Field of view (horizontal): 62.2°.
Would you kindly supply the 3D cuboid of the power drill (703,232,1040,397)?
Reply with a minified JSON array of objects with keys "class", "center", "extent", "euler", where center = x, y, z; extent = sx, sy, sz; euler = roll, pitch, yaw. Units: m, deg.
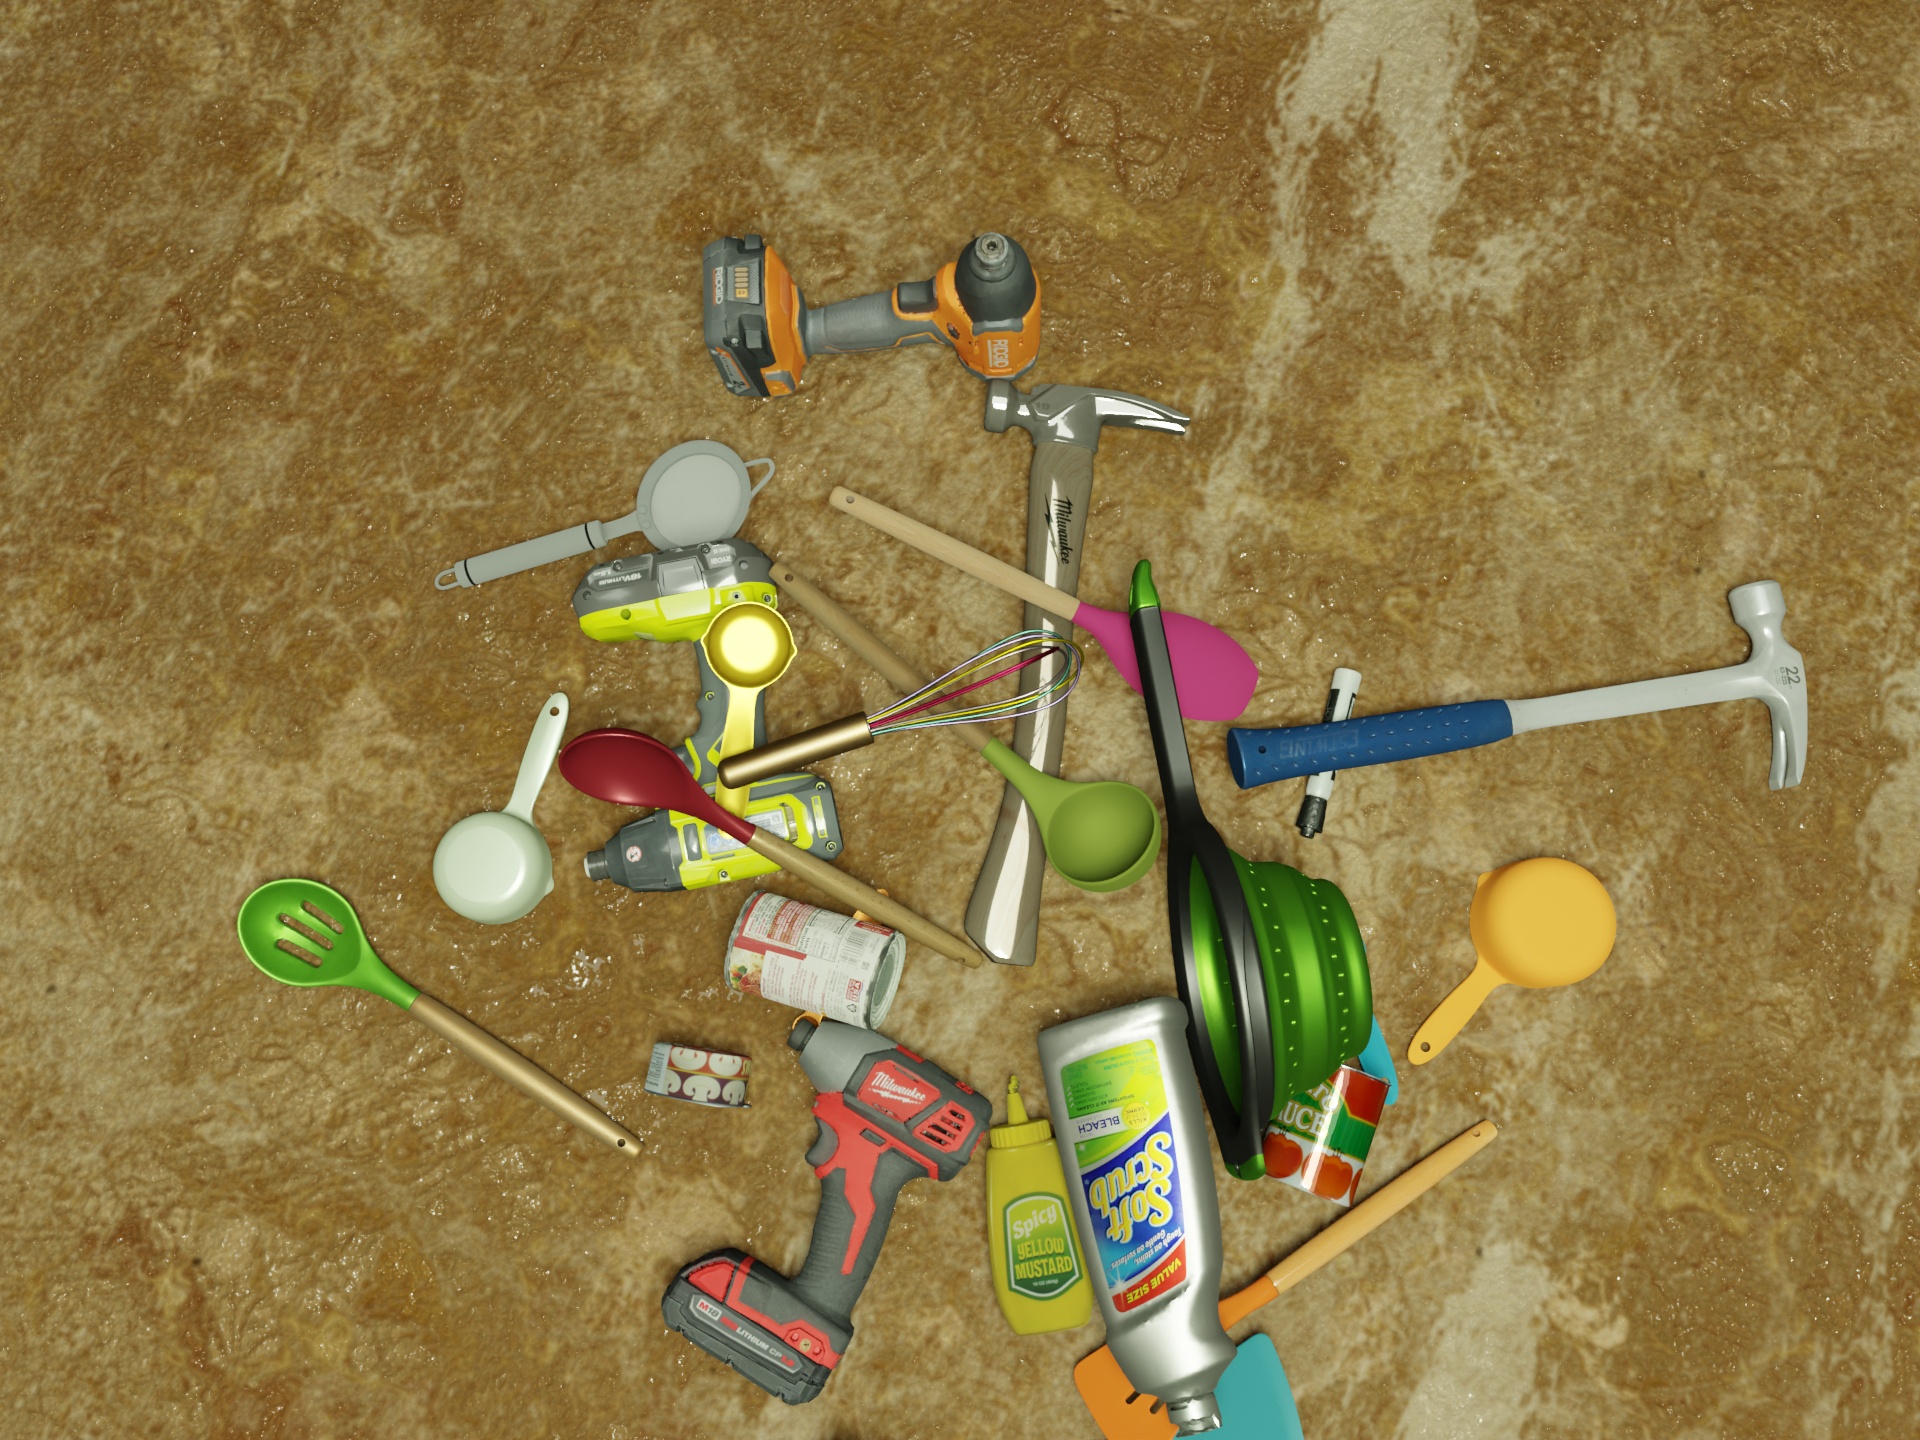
[{"class":"power drill","center":[-0.058,-0.284,1.088],"extent":[0.226,0.164,0.084],"euler":[-2,80,2]}]

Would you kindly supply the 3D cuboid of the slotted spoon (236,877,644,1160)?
[{"class":"slotted spoon","center":[-0.345,0.205,1.066],"extent":[0.314,0.031,0.070],"euler":[32,81,4]}]

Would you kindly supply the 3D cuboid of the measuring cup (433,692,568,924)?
[{"class":"measuring cup","center":[-0.305,0.057,1.086],"extent":[0.083,0.038,0.167],"euler":[18,82,3]}]

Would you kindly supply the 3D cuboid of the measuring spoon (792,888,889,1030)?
[{"class":"measuring spoon","center":[-0.079,0.167,1.082],"extent":[0.021,0.011,0.117],"euler":[26,77,16]}]

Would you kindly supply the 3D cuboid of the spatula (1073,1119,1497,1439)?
[{"class":"spatula","center":[0.220,0.354,1.026],"extent":[0.322,0.041,0.081],"euler":[-30,45,-14]}]

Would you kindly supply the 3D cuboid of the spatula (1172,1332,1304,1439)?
[{"class":"spatula","center":[0.056,0.471,1.007],"extent":[0.317,0.044,0.082],"euler":[-14,56,-1]}]

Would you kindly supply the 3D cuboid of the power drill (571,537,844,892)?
[{"class":"power drill","center":[-0.184,0.001,1.080],"extent":[0.171,0.080,0.223],"euler":[-11,83,-3]}]

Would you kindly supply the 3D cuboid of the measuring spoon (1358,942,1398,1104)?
[{"class":"measuring spoon","center":[0.266,0.198,1.075],"extent":[0.042,0.021,0.128],"euler":[-20,89,-6]}]

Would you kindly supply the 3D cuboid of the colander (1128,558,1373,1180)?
[{"class":"colander","center":[0.182,0.080,1.006],"extent":[0.094,0.204,0.397],"euler":[-8,74,-3]}]

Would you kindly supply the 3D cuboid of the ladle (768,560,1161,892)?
[{"class":"ladle","center":[-0.002,-0.003,1.047],"extent":[0.320,0.062,0.078],"euler":[40,77,3]}]

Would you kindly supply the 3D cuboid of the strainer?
[{"class":"strainer","center":[-0.249,-0.134,1.123],"extent":[0.258,0.050,0.087],"euler":[-16,73,3]}]

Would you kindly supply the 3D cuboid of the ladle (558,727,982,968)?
[{"class":"ladle","center":[-0.114,0.086,1.029],"extent":[0.315,0.069,0.031],"euler":[32,40,-19]}]

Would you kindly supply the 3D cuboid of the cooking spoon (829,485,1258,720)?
[{"class":"cooking spoon","center":[0.055,-0.086,1.086],"extent":[0.319,0.017,0.069],"euler":[26,80,1]}]

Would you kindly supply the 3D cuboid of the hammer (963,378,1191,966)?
[{"class":"hammer","center":[0.068,-0.035,1.106],"extent":[0.146,0.038,0.411],"euler":[7,80,0]}]

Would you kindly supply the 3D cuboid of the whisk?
[{"class":"whisk","center":[-0.039,-0.006,1.013],"extent":[0.245,0.047,0.051],"euler":[-19,78,1]}]

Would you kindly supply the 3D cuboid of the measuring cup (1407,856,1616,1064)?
[{"class":"measuring cup","center":[0.363,0.164,1.059],"extent":[0.095,0.052,0.173],"euler":[44,80,7]}]

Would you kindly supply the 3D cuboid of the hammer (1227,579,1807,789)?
[{"class":"hammer","center":[0.385,0.002,1.086],"extent":[0.405,0.035,0.144],"euler":[-9,80,-6]}]

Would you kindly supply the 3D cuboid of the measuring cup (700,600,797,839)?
[{"class":"measuring cup","center":[-0.144,-0.001,1.039],"extent":[0.062,0.029,0.156],"euler":[7,98,-8]}]

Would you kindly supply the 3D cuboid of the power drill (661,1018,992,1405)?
[{"class":"power drill","center":[-0.091,0.306,1.024],"extent":[0.143,0.078,0.220],"euler":[31,78,5]}]
